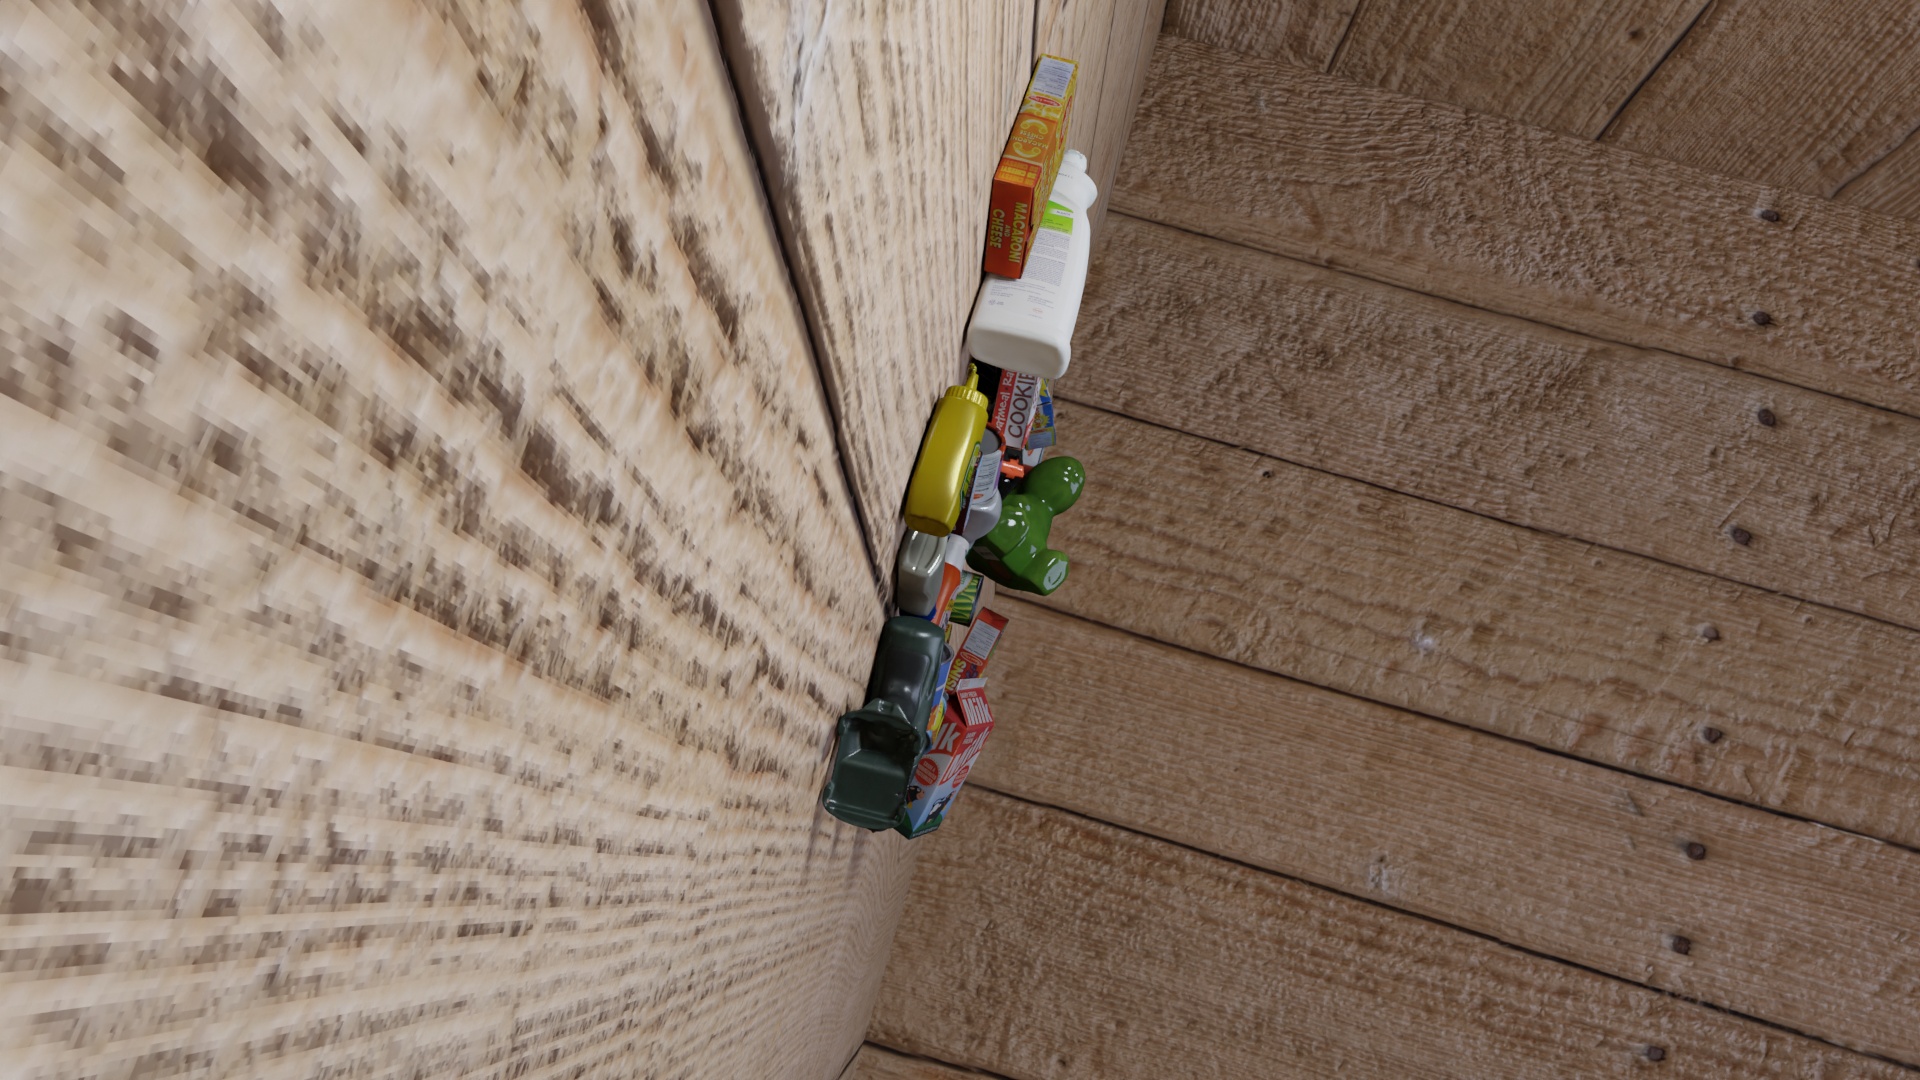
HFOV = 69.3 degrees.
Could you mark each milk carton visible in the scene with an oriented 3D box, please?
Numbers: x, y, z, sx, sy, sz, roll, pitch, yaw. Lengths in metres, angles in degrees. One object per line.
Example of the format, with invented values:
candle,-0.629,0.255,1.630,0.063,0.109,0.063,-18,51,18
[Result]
milk carton,-0.027,0.238,1.586,0.190,0.073,0.072,-62,156,10

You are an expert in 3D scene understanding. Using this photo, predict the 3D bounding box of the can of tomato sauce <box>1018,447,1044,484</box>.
can of tomato sauce,0.060,-0.103,1.771,0.071,0.083,0.071,11,95,-86

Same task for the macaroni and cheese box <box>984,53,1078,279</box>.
macaroni and cheese box,0.066,-0.344,1.280,0.123,0.040,0.167,96,10,-60

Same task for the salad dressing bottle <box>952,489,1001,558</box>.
salad dressing bottle,0.006,-0.020,1.572,0.147,0.064,0.044,115,-15,-61

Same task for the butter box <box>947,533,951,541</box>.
butter box,-0.013,-0.045,1.452,0.053,0.024,0.103,-66,170,-59

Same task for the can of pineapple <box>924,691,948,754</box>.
can of pineapple,-0.052,0.192,1.510,0.058,0.071,0.070,-69,173,-47

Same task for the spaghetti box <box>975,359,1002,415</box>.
spaghetti box,0.035,-0.200,1.479,0.248,0.029,0.050,102,5,-45

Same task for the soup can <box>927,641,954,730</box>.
soup can,-0.050,0.143,1.405,0.071,0.071,0.083,-64,169,-67

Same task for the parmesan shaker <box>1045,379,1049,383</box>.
parmesan shaker,0.071,-0.185,1.752,0.071,0.071,0.103,100,8,-54

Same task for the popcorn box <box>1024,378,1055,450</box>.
popcorn box,0.077,-0.180,1.605,0.085,0.038,0.127,78,-1,-58

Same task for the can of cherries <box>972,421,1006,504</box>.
can of cherries,0.006,-0.078,1.329,0.072,0.071,0.058,-69,172,-49

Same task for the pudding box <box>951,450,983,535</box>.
pudding box,-0.012,-0.049,1.290,0.030,0.050,0.083,-72,176,-51

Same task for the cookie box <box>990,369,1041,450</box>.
cookie box,0.070,-0.189,1.453,0.123,0.040,0.166,-65,167,-72

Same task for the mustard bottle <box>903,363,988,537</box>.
mustard bottle,-0.007,-0.085,1.224,0.065,0.049,0.160,95,11,-75

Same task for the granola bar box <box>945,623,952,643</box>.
granola bar box,-0.054,0.193,1.678,0.125,0.039,0.164,-67,172,-51

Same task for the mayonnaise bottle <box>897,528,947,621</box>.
mayonnaise bottle,-0.039,0.039,1.327,0.147,0.041,0.065,100,9,-62

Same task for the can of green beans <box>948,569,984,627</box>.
can of green beans,-0.008,0.066,1.686,0.071,0.058,0.071,11,95,-85

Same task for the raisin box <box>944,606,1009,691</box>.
raisin box,0.013,0.148,1.691,0.123,0.040,0.086,-63,177,8

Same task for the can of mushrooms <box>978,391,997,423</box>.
can of mushrooms,0.016,-0.127,1.470,0.071,0.033,0.071,11,94,-85

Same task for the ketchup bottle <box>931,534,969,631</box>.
ketchup bottle,-0.028,0.063,1.530,0.064,0.043,0.149,97,9,-62
